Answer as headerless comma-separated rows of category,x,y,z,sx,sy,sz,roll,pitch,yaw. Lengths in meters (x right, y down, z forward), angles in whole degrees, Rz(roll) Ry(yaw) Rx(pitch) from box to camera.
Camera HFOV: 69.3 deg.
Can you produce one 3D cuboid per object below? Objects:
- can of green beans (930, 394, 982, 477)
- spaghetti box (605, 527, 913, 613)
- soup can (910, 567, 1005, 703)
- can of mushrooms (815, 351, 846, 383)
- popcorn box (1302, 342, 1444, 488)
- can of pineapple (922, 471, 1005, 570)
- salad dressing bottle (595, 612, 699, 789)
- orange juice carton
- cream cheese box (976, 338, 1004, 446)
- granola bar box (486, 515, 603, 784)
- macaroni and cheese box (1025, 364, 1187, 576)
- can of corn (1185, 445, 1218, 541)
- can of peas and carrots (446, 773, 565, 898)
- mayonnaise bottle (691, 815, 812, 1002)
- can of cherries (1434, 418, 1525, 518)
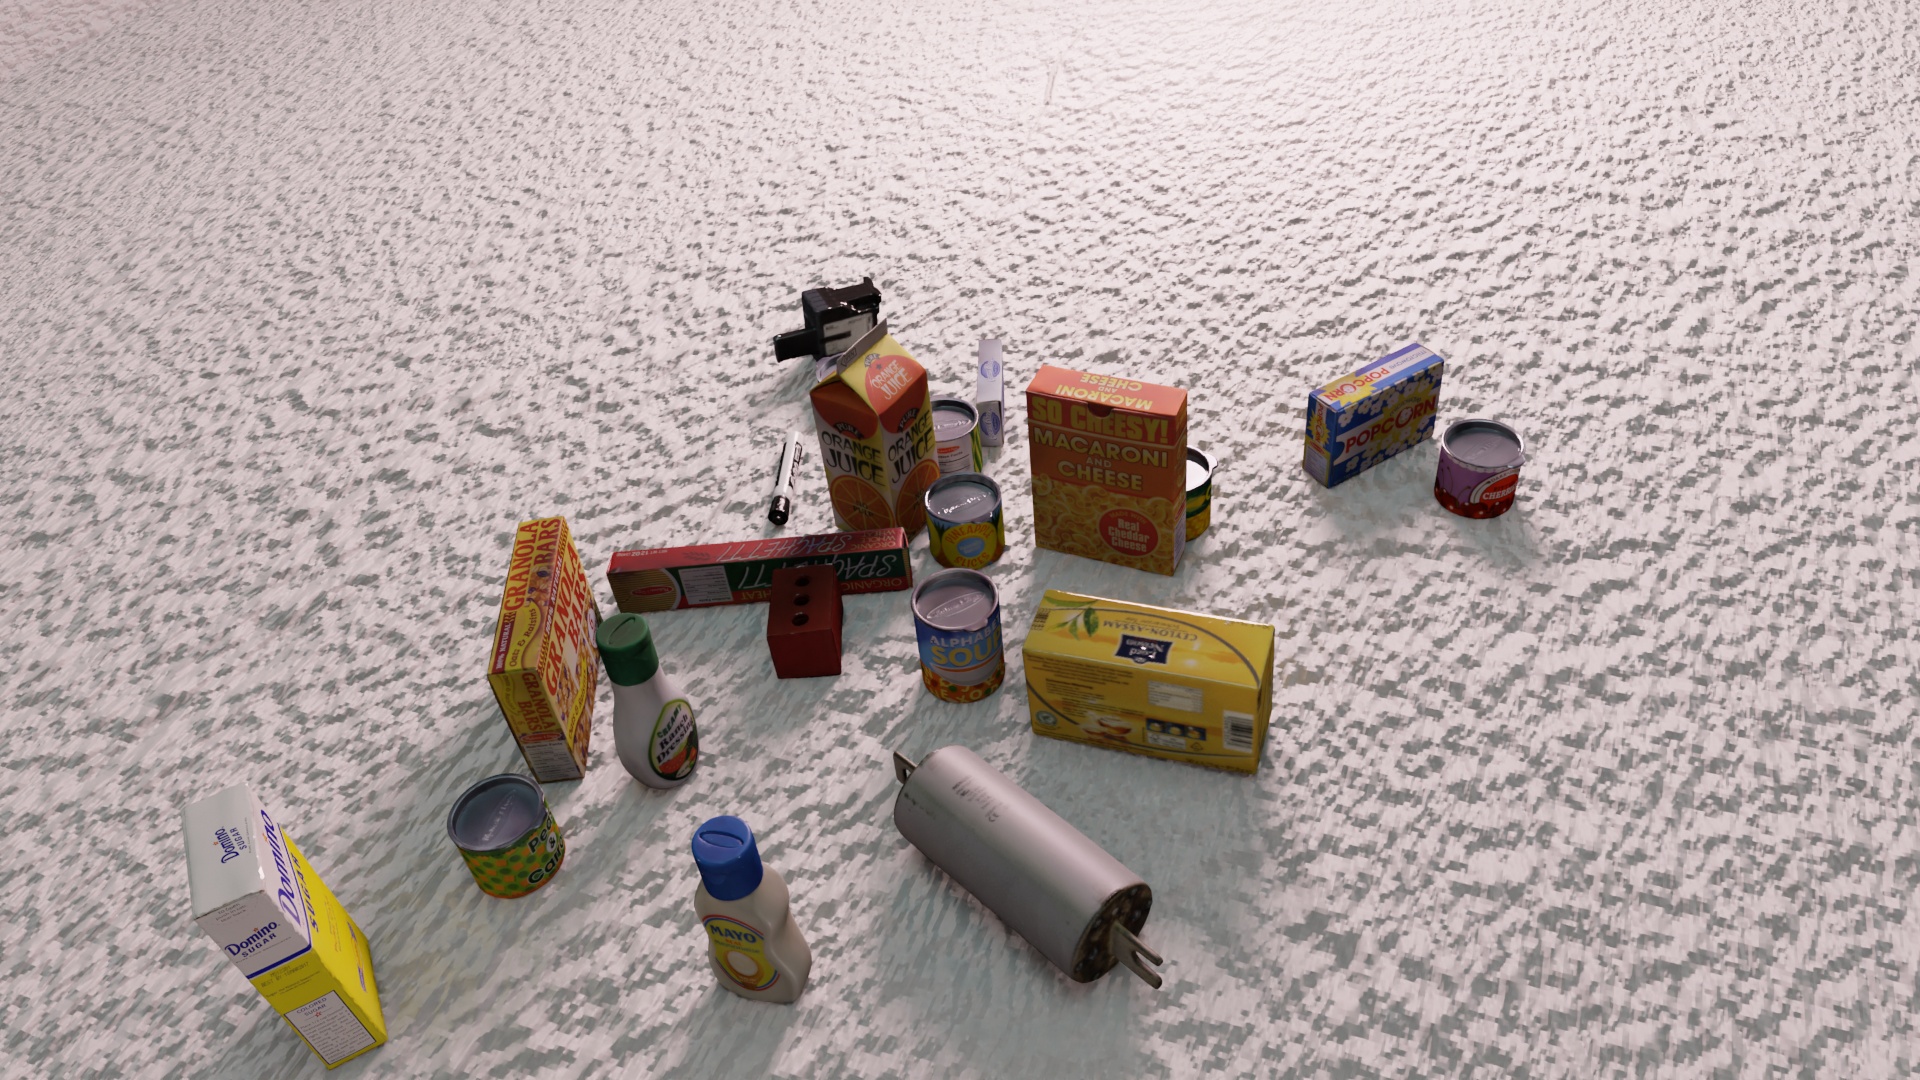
can of green beans,-0.014,-0.088,1.260,0.071,0.057,0.071,-4,42,3
spaghetti box,-0.165,0.026,1.159,0.250,0.050,0.029,-5,42,2
soup can,0.000,0.075,1.057,0.071,0.083,0.072,-4,42,3
can of mushrooms,-0.109,-0.156,1.367,0.071,0.033,0.071,-4,42,3
popcorn box,0.361,-0.110,1.215,0.127,0.084,0.038,-25,45,-20
can of pineapple,0.004,-0.015,1.176,0.071,0.057,0.071,-4,42,3
salad dressing bottle,-0.225,0.116,0.992,0.044,0.146,0.064,16,46,24
orange juice carton,-0.070,-0.091,1.170,0.073,0.191,0.072,20,48,27
cream cheese box,0.029,-0.141,1.317,0.024,0.053,0.104,-3,42,5
granola bar box,-0.313,0.082,1.059,0.039,0.123,0.166,-8,42,-1
macaroni and cheese box,0.120,-0.054,1.124,0.124,0.165,0.040,12,45,20
can of corn,0.183,-0.040,1.181,0.071,0.058,0.071,-4,42,3
can of peas and carrots,-0.313,0.206,0.969,0.071,0.058,0.071,-4,42,3
mayonnaise bottle,-0.133,0.228,0.854,0.065,0.147,0.041,8,44,16
can of cherries,0.437,-0.059,1.168,0.071,0.058,0.072,-4,42,3
